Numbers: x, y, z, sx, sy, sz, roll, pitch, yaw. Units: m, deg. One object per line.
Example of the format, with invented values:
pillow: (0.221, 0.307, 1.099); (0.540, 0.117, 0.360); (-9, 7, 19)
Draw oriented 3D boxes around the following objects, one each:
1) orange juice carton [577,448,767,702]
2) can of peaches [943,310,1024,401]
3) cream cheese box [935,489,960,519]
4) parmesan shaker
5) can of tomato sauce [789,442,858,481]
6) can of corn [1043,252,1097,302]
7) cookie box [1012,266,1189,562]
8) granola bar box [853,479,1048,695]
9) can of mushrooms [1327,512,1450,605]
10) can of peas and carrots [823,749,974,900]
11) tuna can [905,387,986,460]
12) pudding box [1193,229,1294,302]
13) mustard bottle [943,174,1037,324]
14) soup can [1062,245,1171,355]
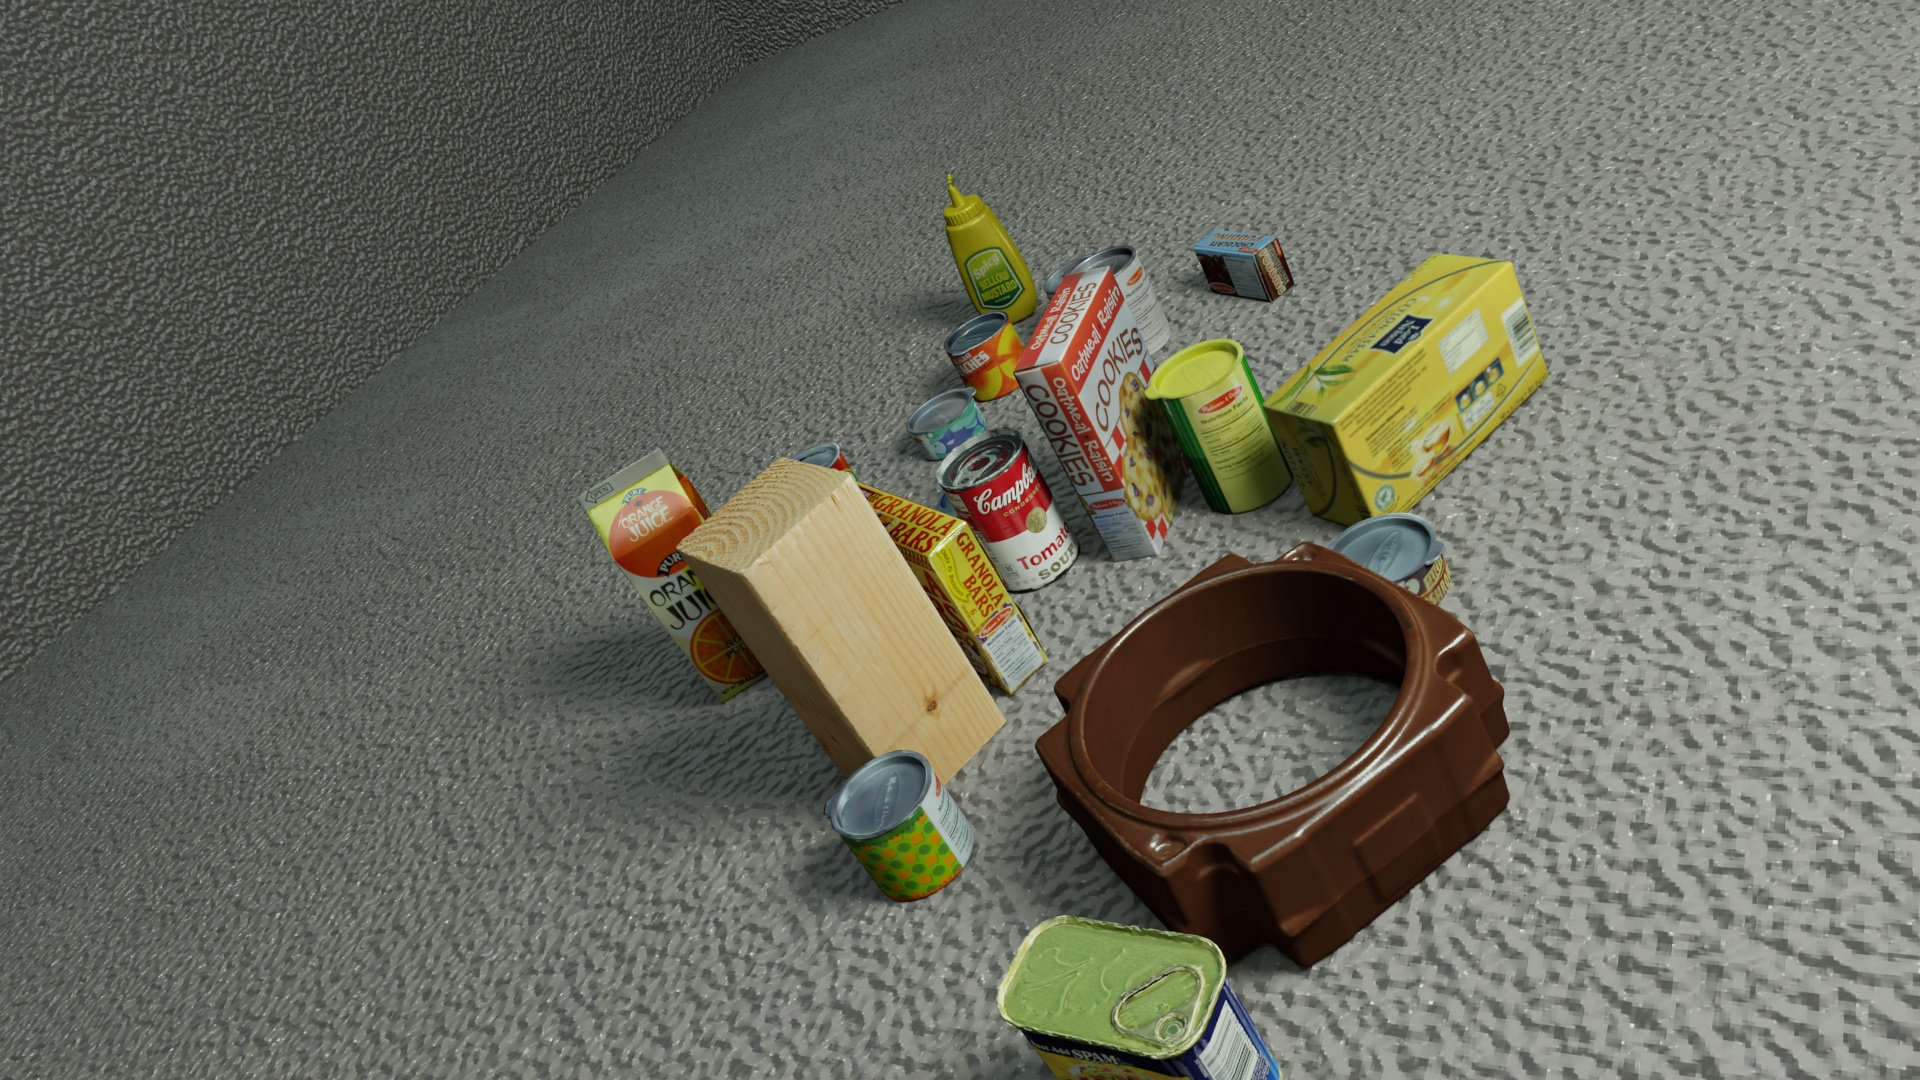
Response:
orange juice carton: (-0.207, 0.022, 1.057); (0.072, 0.192, 0.073); (-32, 29, -3)
can of peaches: (0.025, -0.168, 1.282); (0.071, 0.058, 0.071); (-23, 30, 14)
cream cheese box: (0.004, -0.013, 1.063); (0.024, 0.053, 0.104); (-16, 32, 24)
parmesan shaker: (0.177, -0.076, 0.951); (0.071, 0.102, 0.072); (-23, 30, 14)
can of tomato sauce: (-0.110, -0.029, 1.162); (0.071, 0.082, 0.071); (-23, 30, 14)
can of corn: (0.120, -0.224, 1.281); (0.071, 0.058, 0.071); (-23, 30, 14)
cookie box: (0.104, -0.089, 0.972); (0.040, 0.167, 0.123); (-11, 34, 32)
granola bar box: (-0.024, 0.027, 0.952); (0.039, 0.123, 0.165); (-41, 30, -18)
can of mushrooms: (0.251, 0.017, 0.809); (0.071, 0.033, 0.071); (-23, 30, 14)
can of peas and carrots: (-0.035, 0.167, 0.811); (0.071, 0.058, 0.071); (-23, 30, 14)
tuna can: (-0.010, -0.105, 1.241); (0.071, 0.032, 0.071); (-23, 30, 14)
pudding box: (0.244, -0.238, 1.199); (0.030, 0.049, 0.084); (-39, 30, -15)
mustard bottle: (0.020, -0.287, 1.366); (0.065, 0.159, 0.049); (-24, 29, 12)
soup can: (0.136, -0.204, 1.209); (0.071, 0.083, 0.072); (-23, 30, 14)
